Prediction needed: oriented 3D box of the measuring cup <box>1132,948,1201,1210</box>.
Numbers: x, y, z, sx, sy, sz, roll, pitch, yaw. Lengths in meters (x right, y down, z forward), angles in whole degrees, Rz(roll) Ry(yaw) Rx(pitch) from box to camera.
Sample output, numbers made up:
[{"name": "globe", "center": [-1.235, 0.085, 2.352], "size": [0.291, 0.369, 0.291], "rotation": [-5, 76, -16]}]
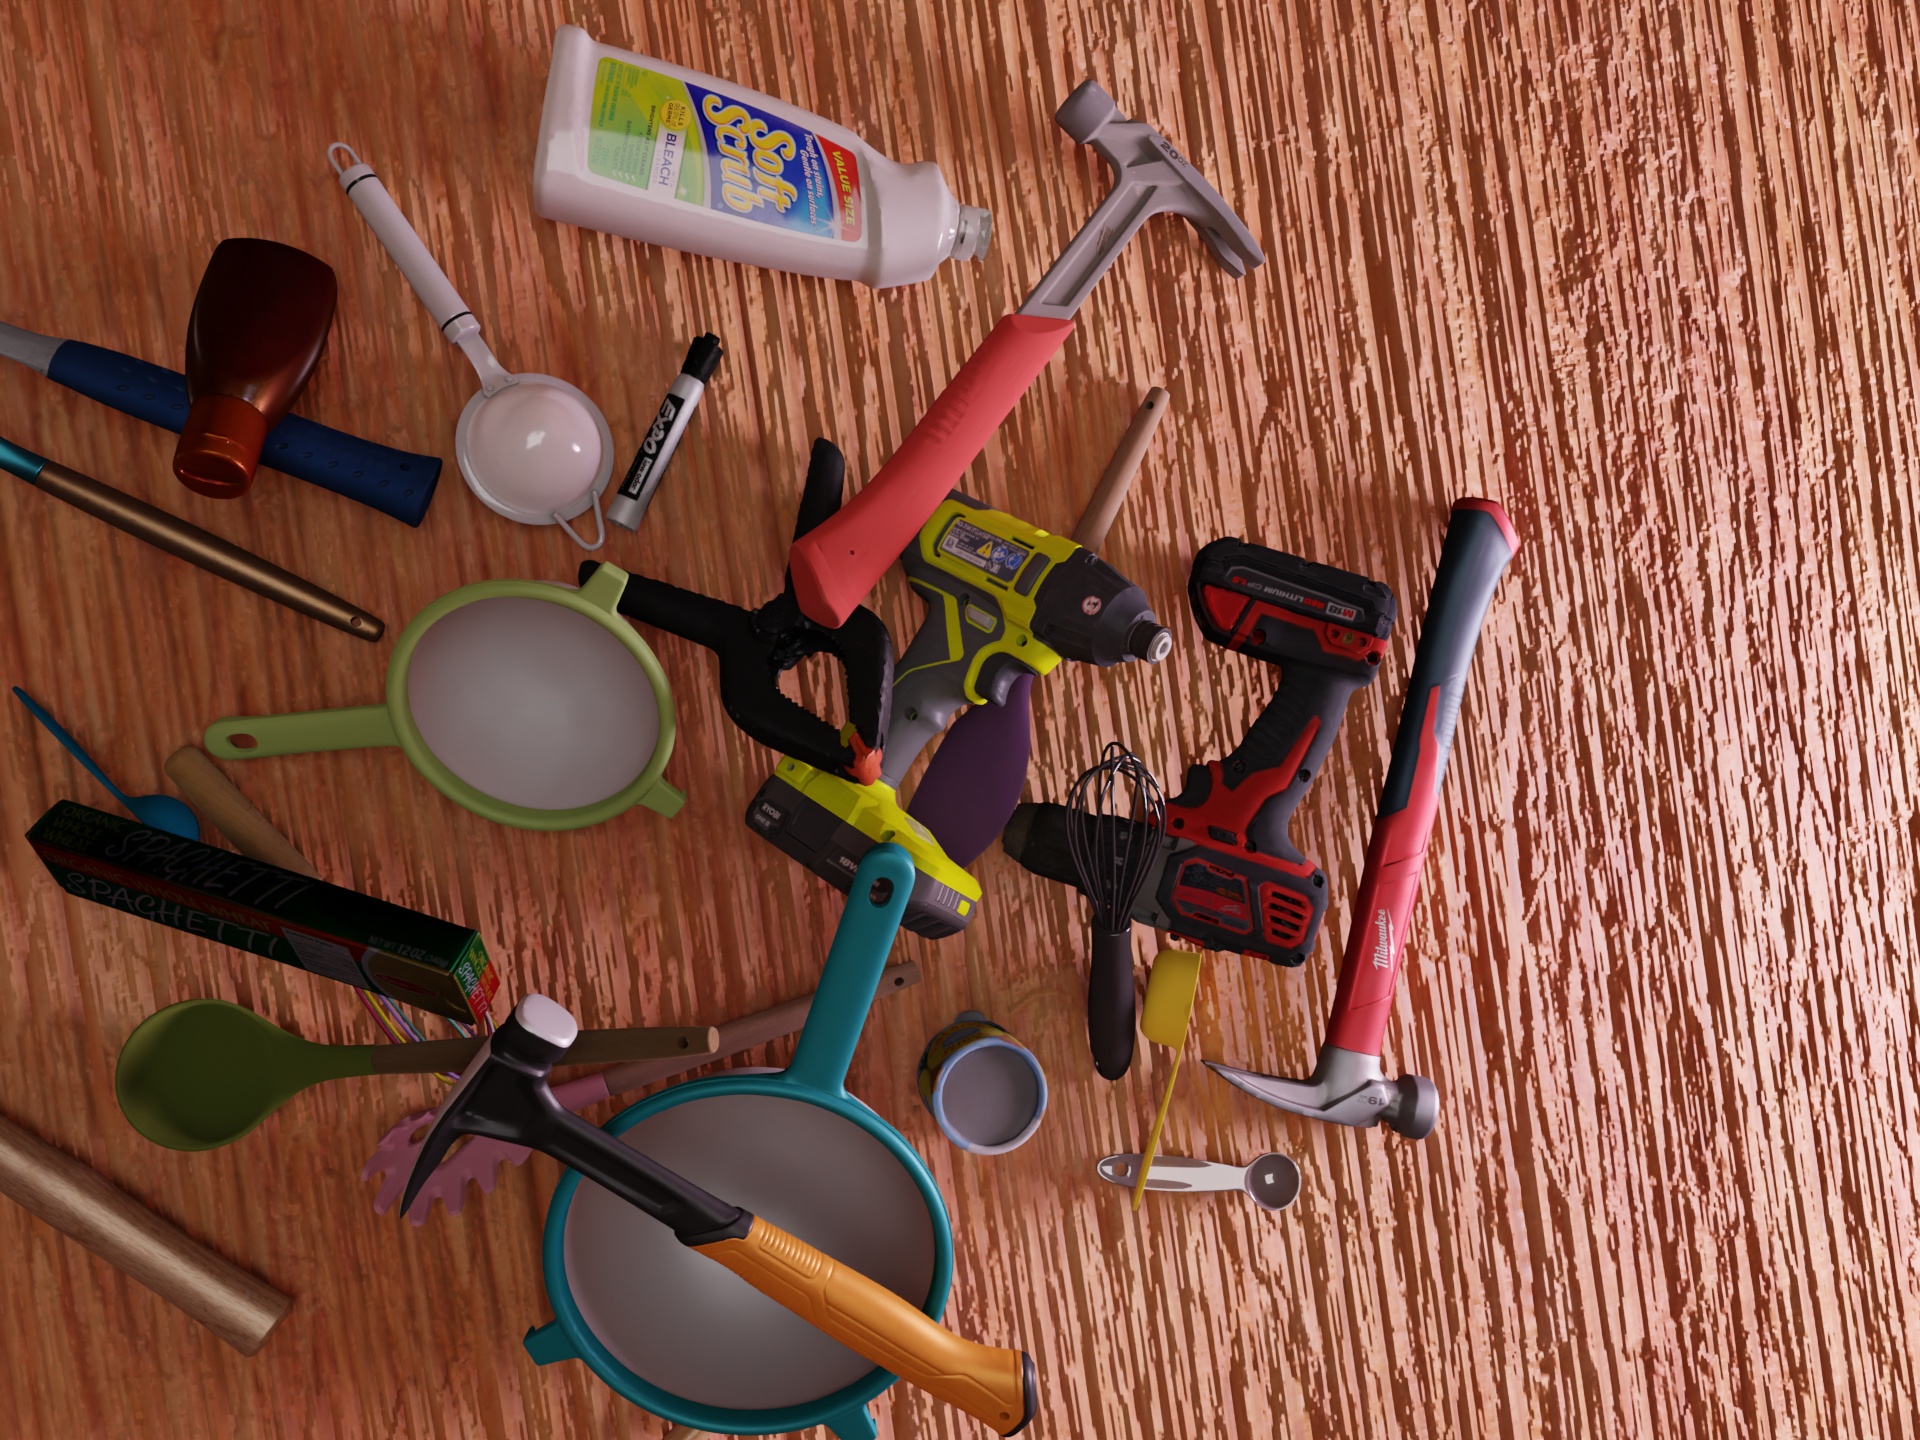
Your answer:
[{"name": "measuring cup", "center": [0.110, 0.209, 0.930], "size": [0.029, 0.062, 0.156], "rotation": [14, 93, 9]}]

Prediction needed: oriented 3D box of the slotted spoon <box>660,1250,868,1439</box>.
[{"name": "slotted spoon", "center": [-0.153, 0.403, 0.890], "size": [0.314, 0.031, 0.070], "rotation": [-43, 96, -10]}]

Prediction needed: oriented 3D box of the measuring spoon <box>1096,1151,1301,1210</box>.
[{"name": "measuring spoon", "center": [0.142, 0.272, 0.954], "size": [0.124, 0.018, 0.034], "rotation": [6, 83, -4]}]

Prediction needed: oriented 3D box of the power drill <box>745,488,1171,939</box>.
[{"name": "power drill", "center": [-0.001, -0.003, 0.862], "size": [0.171, 0.080, 0.223], "rotation": [30, 86, 33]}]

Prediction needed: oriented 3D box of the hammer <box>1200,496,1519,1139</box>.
[{"name": "hammer", "center": [0.257, 0.049, 0.964], "size": [0.143, 0.038, 0.386], "rotation": [14, 87, -8]}]

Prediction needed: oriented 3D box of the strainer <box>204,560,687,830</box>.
[{"name": "strainer", "center": [-0.275, -0.014, 0.858], "size": [0.256, 0.069, 0.151], "rotation": [-6, 121, 7]}]

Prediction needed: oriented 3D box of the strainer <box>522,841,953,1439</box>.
[{"name": "strainer", "center": [-0.089, 0.208, 0.842], "size": [0.211, 0.095, 0.340], "rotation": [18, 103, -7]}]

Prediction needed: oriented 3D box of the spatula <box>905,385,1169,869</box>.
[{"name": "spatula", "center": [0.052, -0.056, 0.933], "size": [0.060, 0.018, 0.316], "rotation": [23, 82, 21]}]

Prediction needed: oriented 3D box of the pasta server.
[{"name": "pasta server", "center": [-0.169, 0.196, 0.883], "size": [0.316, 0.040, 0.060], "rotation": [-18, 108, -11]}]

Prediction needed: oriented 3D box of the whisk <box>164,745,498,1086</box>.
[{"name": "whisk", "center": [-0.334, 0.107, 0.856], "size": [0.245, 0.051, 0.047], "rotation": [47, 60, -3]}]

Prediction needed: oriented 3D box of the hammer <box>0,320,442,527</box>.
[{"name": "hammer", "center": [-0.474, -0.184, 0.811], "size": [0.405, 0.035, 0.144], "rotation": [20, 51, -14]}]

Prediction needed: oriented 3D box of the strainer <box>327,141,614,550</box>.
[{"name": "strainer", "center": [-0.269, -0.208, 0.870], "size": [0.087, 0.050, 0.258], "rotation": [-36, 92, -25]}]

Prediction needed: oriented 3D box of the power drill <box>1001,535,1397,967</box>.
[{"name": "power drill", "center": [0.140, 0.013, 0.917], "size": [0.188, 0.080, 0.227], "rotation": [17, 88, 6]}]

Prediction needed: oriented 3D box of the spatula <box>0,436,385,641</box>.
[{"name": "spatula", "center": [-0.456, -0.119, 0.843], "size": [0.317, 0.044, 0.082], "rotation": [27, 83, -14]}]

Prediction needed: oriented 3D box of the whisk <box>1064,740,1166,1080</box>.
[{"name": "whisk", "center": [0.086, 0.114, 0.876], "size": [0.055, 0.055, 0.238], "rotation": [-11, 125, -10]}]

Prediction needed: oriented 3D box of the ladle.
[{"name": "ladle", "center": [-0.276, 0.171, 0.798], "size": [0.320, 0.062, 0.078], "rotation": [-6, 86, 15]}]

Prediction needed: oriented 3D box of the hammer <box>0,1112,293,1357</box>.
[{"name": "hammer", "center": [-0.496, 0.227, 0.825], "size": [0.331, 0.031, 0.130], "rotation": [38, 83, -8]}]

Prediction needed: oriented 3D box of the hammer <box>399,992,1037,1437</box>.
[{"name": "hammer", "center": [-0.106, 0.269, 0.789], "size": [0.336, 0.034, 0.127], "rotation": [34, 106, -12]}]

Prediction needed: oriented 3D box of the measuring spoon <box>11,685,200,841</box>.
[{"name": "measuring spoon", "center": [-0.447, 0.022, 0.838], "size": [0.128, 0.042, 0.021], "rotation": [45, 71, 0]}]

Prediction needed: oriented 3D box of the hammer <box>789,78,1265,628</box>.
[{"name": "hammer", "center": [0.030, -0.188, 0.880], "size": [0.149, 0.037, 0.359], "rotation": [41, 69, -15]}]
